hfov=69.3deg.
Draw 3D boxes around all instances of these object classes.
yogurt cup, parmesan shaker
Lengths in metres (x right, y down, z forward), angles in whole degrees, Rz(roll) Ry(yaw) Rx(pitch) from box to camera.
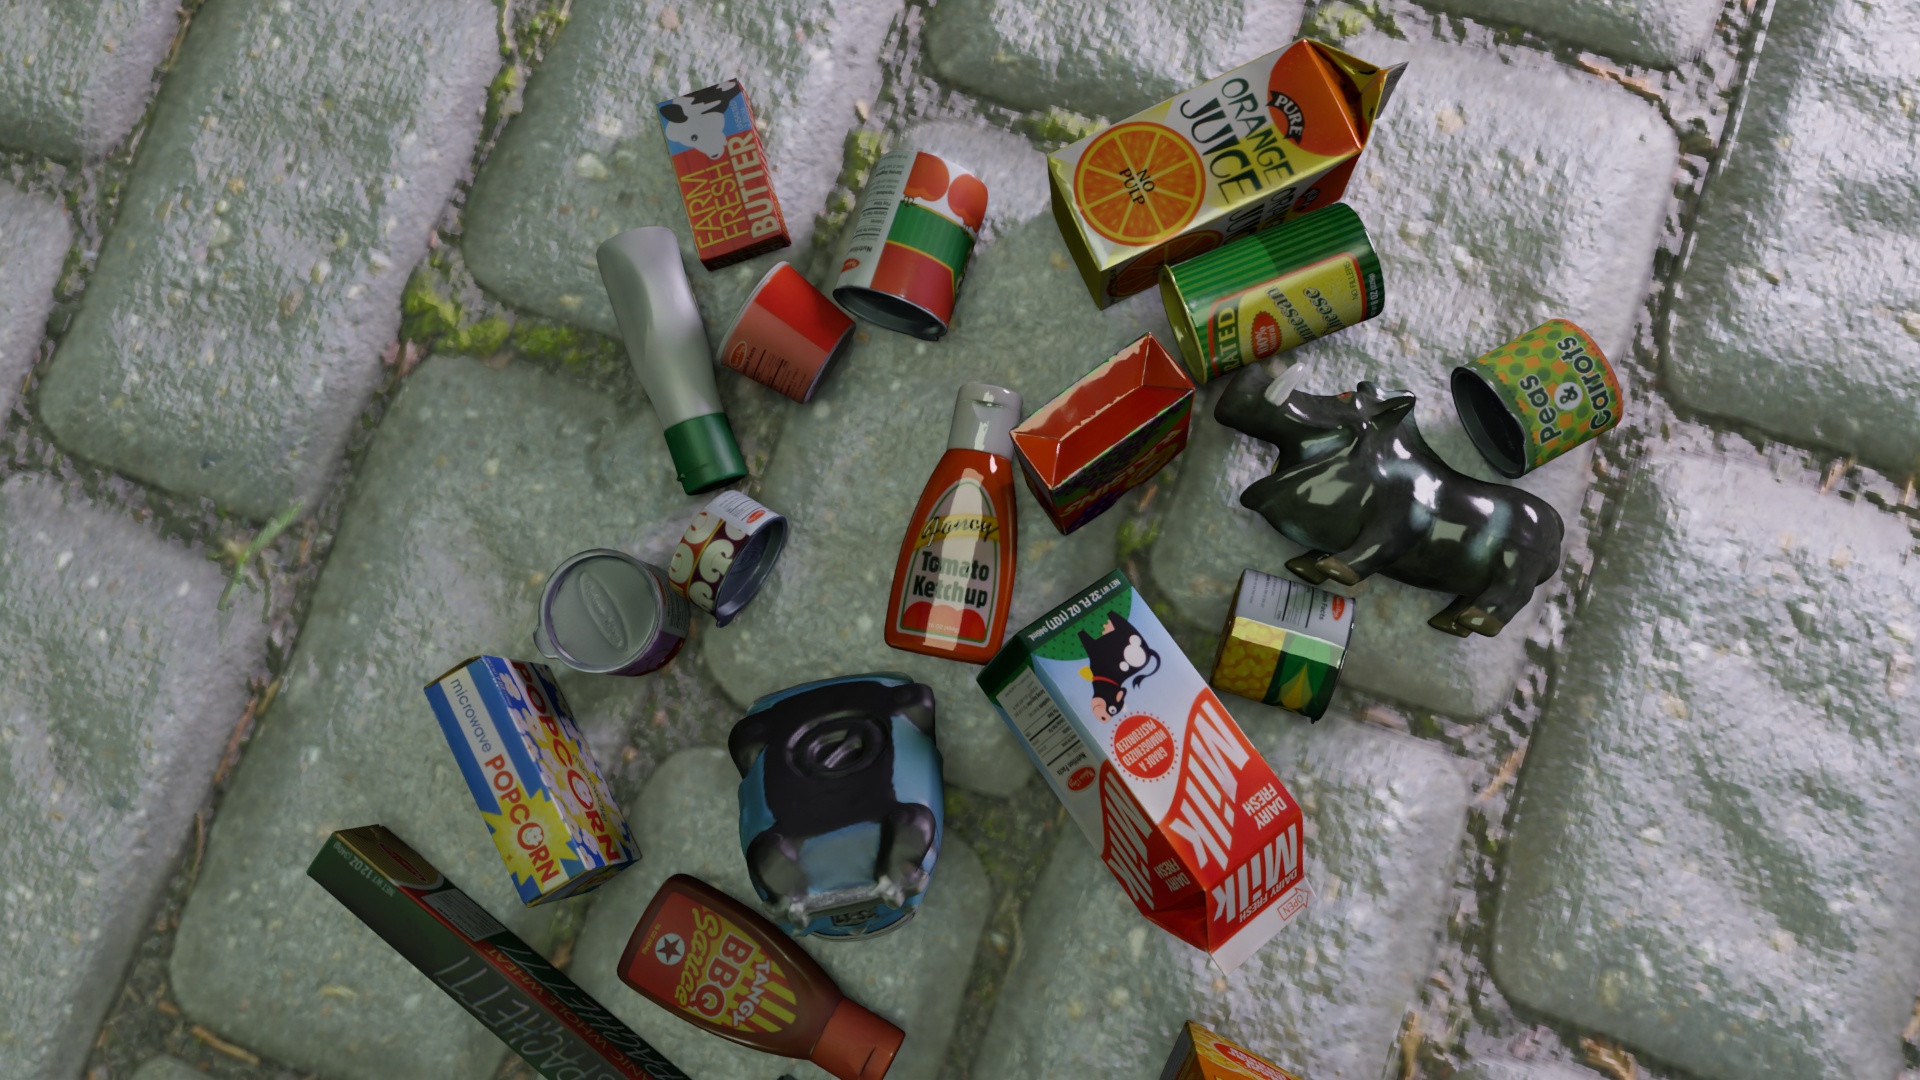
[{"bbox_3d":[-0.094,-0.112,0.769,0.054,0.072,0.072,34,86,-2],"label":"yogurt cup"},{"bbox_3d":[0.165,-0.134,0.743,0.103,0.071,0.071,-21,80,3],"label":"parmesan shaker"}]

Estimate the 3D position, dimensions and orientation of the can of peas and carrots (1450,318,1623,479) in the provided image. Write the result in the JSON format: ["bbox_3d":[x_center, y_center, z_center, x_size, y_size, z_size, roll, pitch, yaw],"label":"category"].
[{"bbox_3d":[0.299,-0.074,0.720,0.059,0.071,0.071,-28,80,0],"label":"can of peas and carrots"}]

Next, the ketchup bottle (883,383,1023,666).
[{"bbox_3d":[0.003,-0.009,0.754,0.065,0.043,0.149,11,82,3],"label":"ketchup bottle"}]

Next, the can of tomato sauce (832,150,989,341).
[{"bbox_3d":[-0.025,-0.163,0.770,0.071,0.071,0.083,17,82,8],"label":"can of tomato sauce"}]

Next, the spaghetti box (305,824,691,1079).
[{"bbox_3d":[-0.236,0.237,0.734,0.250,0.050,0.028,36,88,10],"label":"spaghetti box"}]

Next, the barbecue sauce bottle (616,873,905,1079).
[{"bbox_3d":[-0.101,0.236,0.724,0.148,0.043,0.065,27,84,9],"label":"barbecue sauce bottle"}]

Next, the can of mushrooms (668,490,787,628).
[{"bbox_3d":[-0.127,0.010,0.752,0.033,0.071,0.071,30,85,10],"label":"can of mushrooms"}]

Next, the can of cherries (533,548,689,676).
[{"bbox_3d":[-0.190,0.041,0.757,0.071,0.058,0.071,-1,82,5],"label":"can of cherries"}]

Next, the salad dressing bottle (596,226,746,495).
[{"bbox_3d":[-0.160,-0.100,0.779,0.044,0.064,0.147,-18,87,-26],"label":"salad dressing bottle"}]

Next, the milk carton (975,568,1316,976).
[{"bbox_3d":[0.098,0.118,0.697,0.072,0.073,0.191,-29,77,-28],"label":"milk carton"}]

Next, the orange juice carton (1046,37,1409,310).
[{"bbox_3d":[0.148,-0.205,0.756,0.193,0.071,0.073,-24,80,2],"label":"orange juice carton"}]

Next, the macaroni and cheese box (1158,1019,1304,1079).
[{"bbox_3d":[0.156,0.279,0.629,0.124,0.166,0.040,25,85,9],"label":"macaroni and cheese box"}]

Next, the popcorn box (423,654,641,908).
[{"bbox_3d":[-0.224,0.125,0.733,0.038,0.085,0.127,-30,79,0],"label":"popcorn box"}]

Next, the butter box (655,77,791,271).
[{"bbox_3d":[-0.138,-0.213,0.810,0.053,0.024,0.103,-18,79,3],"label":"butter box"}]

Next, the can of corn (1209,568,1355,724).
[{"bbox_3d":[0.165,0.055,0.717,0.058,0.071,0.071,17,83,9],"label":"can of corn"}]

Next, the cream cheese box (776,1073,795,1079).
[{"bbox_3d":[-0.061,0.316,0.702,0.104,0.053,0.024,34,88,10],"label":"cream cheese box"}]

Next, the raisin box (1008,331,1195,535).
[{"bbox_3d":[0.074,-0.051,0.712,0.086,0.123,0.040,-36,78,-1],"label":"raisin box"}]
